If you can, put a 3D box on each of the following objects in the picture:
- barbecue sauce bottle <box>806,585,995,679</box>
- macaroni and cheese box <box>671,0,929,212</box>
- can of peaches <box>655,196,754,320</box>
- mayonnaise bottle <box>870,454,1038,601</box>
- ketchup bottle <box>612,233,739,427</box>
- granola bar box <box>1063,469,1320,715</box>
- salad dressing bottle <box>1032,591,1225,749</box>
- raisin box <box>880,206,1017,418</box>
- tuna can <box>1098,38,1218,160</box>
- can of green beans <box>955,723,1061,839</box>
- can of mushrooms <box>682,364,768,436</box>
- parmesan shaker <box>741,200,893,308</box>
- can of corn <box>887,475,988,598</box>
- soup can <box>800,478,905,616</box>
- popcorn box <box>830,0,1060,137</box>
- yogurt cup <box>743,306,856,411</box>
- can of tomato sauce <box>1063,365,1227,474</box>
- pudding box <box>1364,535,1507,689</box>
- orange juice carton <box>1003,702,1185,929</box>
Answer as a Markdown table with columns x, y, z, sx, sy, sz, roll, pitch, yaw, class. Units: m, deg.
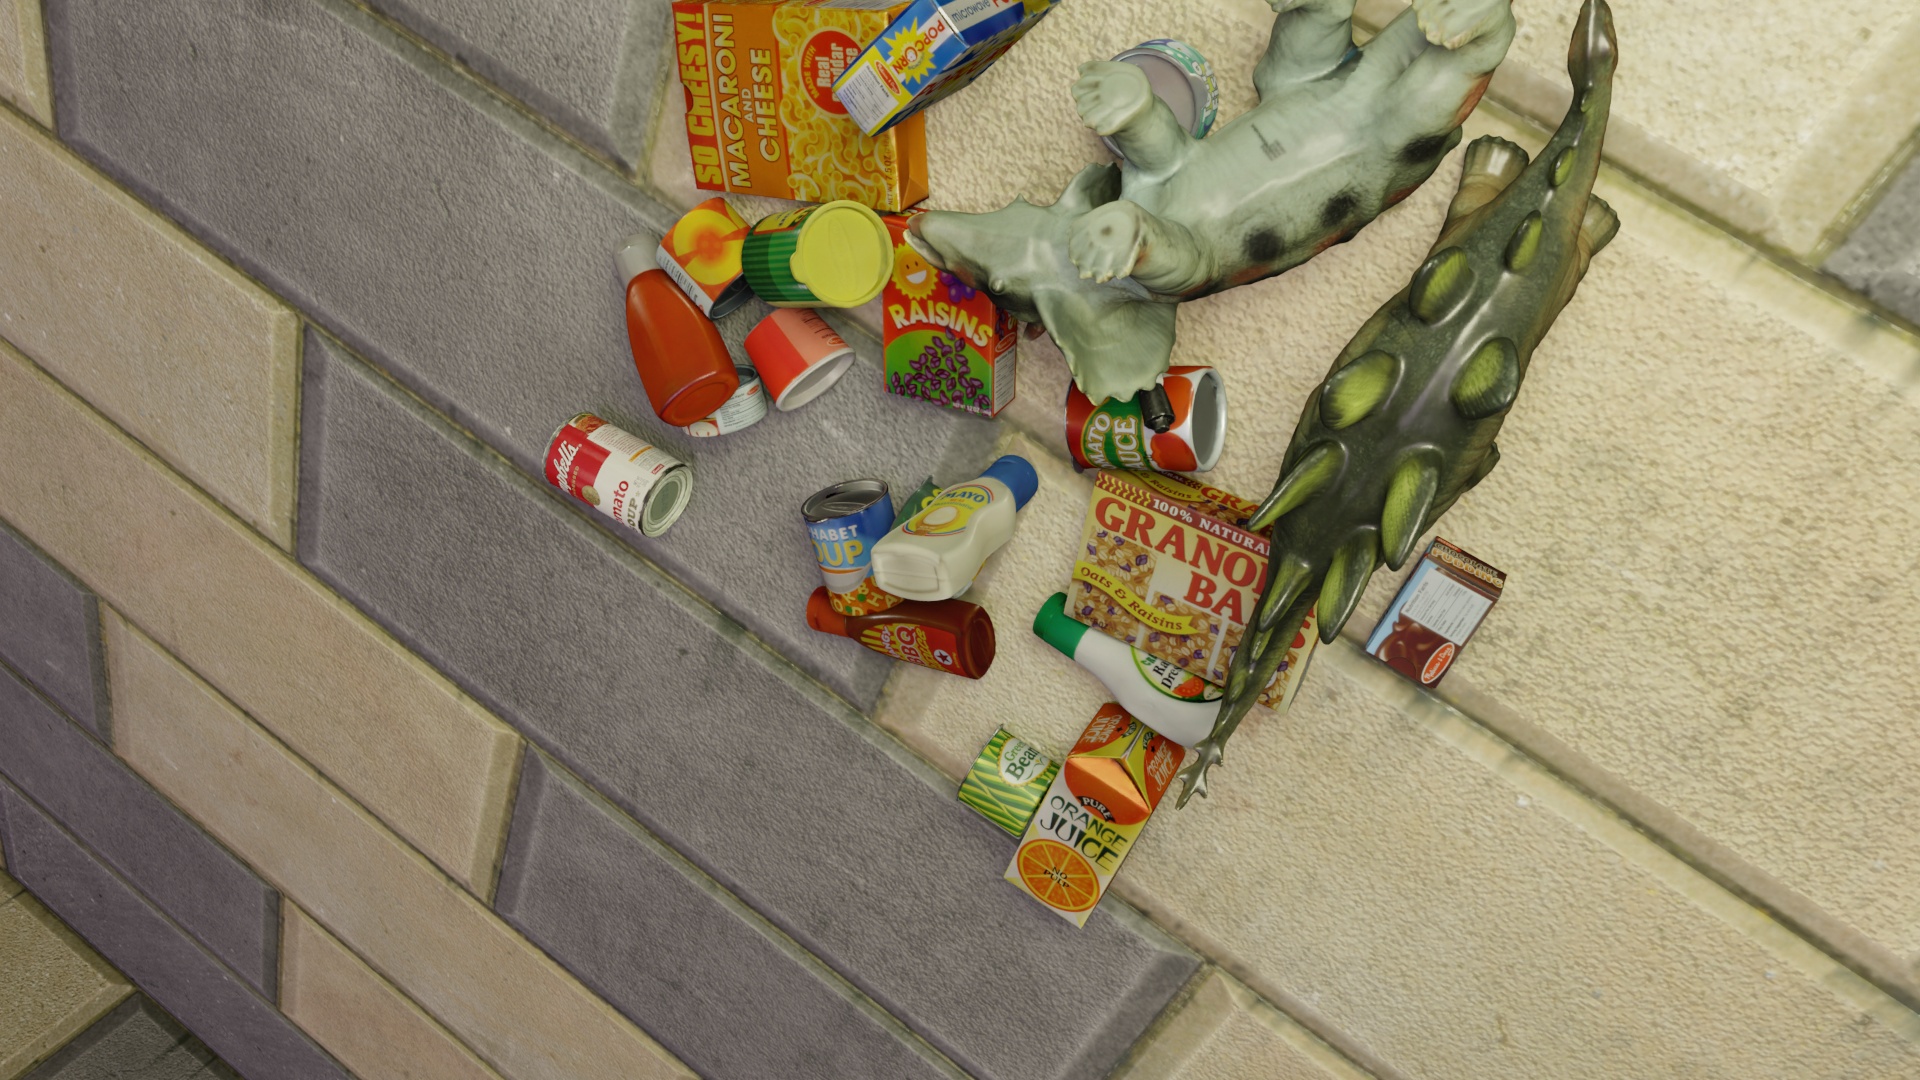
| x | y | z | sx | sy | sz | roll | pitch | yaw | class |
| --- | --- | --- | --- | --- | --- | --- | --- | --- | --- |
| -0.048 | 0.065 | 1.067 | 0.148 | 0.044 | 0.064 | 10 | 138 | 28 | barbecue sauce bottle |
| -0.104 | -0.284 | 0.897 | 0.166 | 0.040 | 0.123 | 13 | 122 | 26 | macaroni and cheese box |
| -0.169 | -0.200 | 0.975 | 0.058 | 0.071 | 0.071 | 46 | 131 | 1 | can of peaches |
| 0.003 | -0.012 | 0.919 | 0.065 | 0.149 | 0.041 | 6 | 120 | 30 | mayonnaise bottle |
| -0.212 | -0.156 | 1.001 | 0.064 | 0.043 | 0.149 | -33 | 64 | 14 | ketchup bottle |
| 0.160 | 0.026 | 0.915 | 0.166 | 0.039 | 0.123 | 24 | 128 | 19 | granola bar box |
| 0.119 | 0.088 | 0.966 | 0.148 | 0.064 | 0.043 | 32 | 125 | 22 | salad dressing bottle |
| -0.008 | -0.151 | 0.916 | 0.086 | 0.040 | 0.122 | 17 | 124 | 25 | raisin box |
| 0.112 | -0.248 | 0.785 | 0.071 | 0.033 | 0.070 | 16 | 125 | 24 | tuna can |
| 0.038 | 0.187 | 1.071 | 0.058 | 0.071 | 0.071 | 31 | 129 | 13 | can of green beans |
| -0.180 | -0.105 | 1.037 | 0.071 | 0.071 | 0.033 | 5 | 120 | 31 | can of mushrooms |
| -0.098 | -0.185 | 0.907 | 0.103 | 0.071 | 0.071 | 16 | 130 | 59 | parmesan shaker |
| -0.012 | -0.002 | 0.991 | 0.058 | 0.071 | 0.070 | 29 | 129 | 14 | can of corn |
| -0.078 | 0.006 | 1.033 | 0.071 | 0.072 | 0.083 | 1 | 118 | 32 | soup can |
| -0.006 | -0.280 | 0.780 | 0.085 | 0.127 | 0.038 | -31 | 101 | 41 | popcorn box |
| -0.116 | -0.133 | 0.982 | 0.054 | 0.073 | 0.072 | 53 | 132 | 5 | yogurt cup |
| 0.115 | -0.074 | 0.862 | 0.083 | 0.071 | 0.071 | 4 | 119 | 30 | can of tomato sauce |
| 0.289 | 0.045 | 0.848 | 0.050 | 0.030 | 0.083 | 30 | 129 | 13 | pudding box |
| 0.105 | 0.193 | 1.028 | 0.073 | 0.072 | 0.191 | 31 | 130 | 12 | orange juice carton |
